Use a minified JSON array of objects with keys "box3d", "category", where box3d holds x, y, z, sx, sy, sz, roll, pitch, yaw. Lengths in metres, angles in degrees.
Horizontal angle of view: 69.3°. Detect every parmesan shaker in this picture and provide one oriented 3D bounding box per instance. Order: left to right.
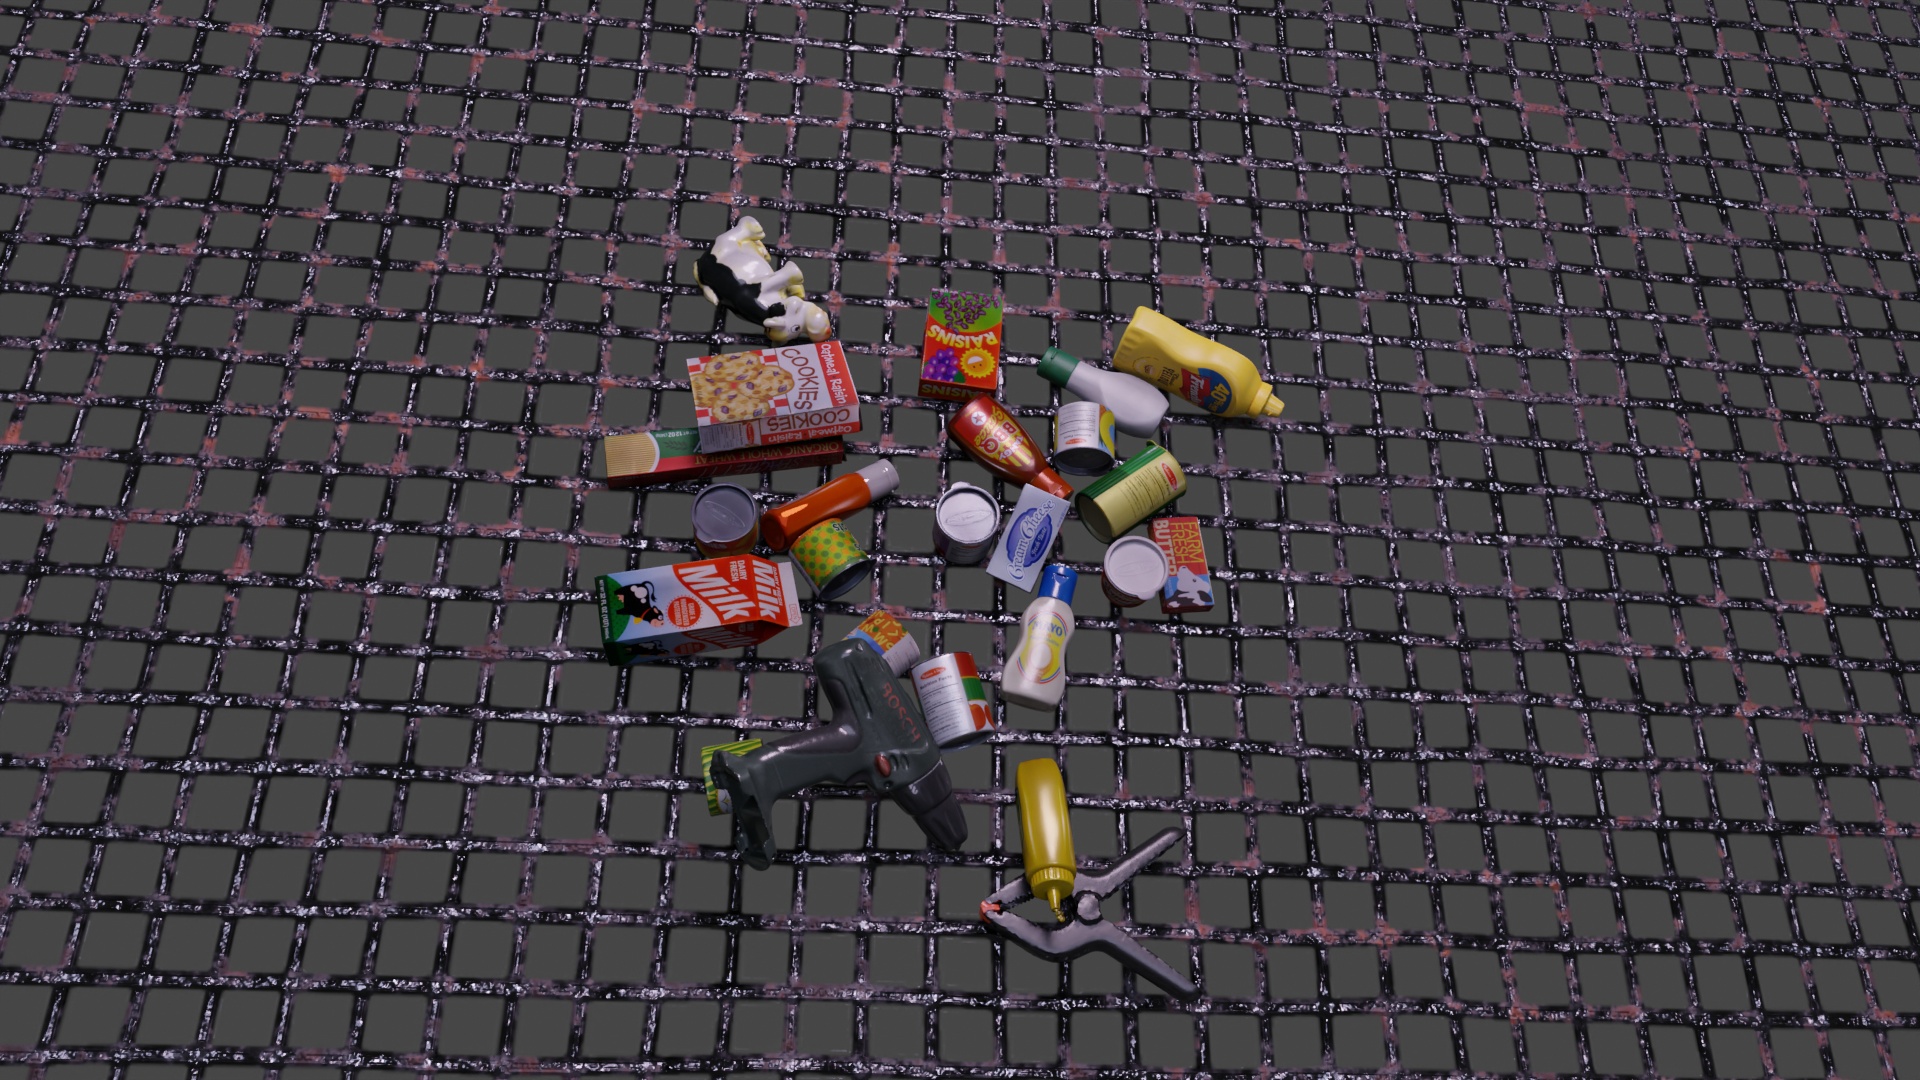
[{"box3d":[0.179,-0.051,1.476,0.103,0.071,0.071,-33,74,-19],"category":"parmesan shaker"}]

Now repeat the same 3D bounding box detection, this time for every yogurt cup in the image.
[{"box3d":[0.178,0.036,1.444,0.072,0.053,0.072,3,66,-6],"category":"yogurt cup"}]

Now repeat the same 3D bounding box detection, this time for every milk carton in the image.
[{"box3d":[-0.256,0.066,1.365,0.191,0.073,0.072,-9,67,-11],"category":"milk carton"}]

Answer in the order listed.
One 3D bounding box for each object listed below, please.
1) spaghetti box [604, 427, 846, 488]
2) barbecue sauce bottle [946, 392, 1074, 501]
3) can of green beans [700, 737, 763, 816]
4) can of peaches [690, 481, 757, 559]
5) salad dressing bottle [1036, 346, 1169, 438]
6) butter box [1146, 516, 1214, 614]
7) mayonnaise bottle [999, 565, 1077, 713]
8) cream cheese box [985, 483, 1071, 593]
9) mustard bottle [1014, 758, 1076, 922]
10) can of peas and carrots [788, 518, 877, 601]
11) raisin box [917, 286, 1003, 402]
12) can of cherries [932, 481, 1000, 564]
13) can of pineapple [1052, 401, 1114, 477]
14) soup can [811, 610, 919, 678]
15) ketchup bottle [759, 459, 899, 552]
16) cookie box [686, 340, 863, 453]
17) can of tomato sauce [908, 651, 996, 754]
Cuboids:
[{"box3d":[-0.246,-0.095,1.463,0.250,0.028,0.050,-7,66,-10],"category":"spaghetti box"},{"box3d":[0.057,-0.090,1.491,0.149,0.043,0.065,43,77,12],"category":"barbecue sauce bottle"},{"box3d":[-0.210,0.222,1.304,0.058,0.071,0.071,-8,67,-10],"category":"can of green beans"},{"box3d":[-0.241,-0.016,1.412,0.071,0.057,0.071,3,66,-6],"category":"can of peaches"},{"box3d":[0.157,-0.166,1.540,0.148,0.043,0.064,29,64,7],"category":"salad dressing bottle"},{"box3d":[0.233,0.026,1.472,0.053,0.024,0.104,-3,67,-9],"category":"butter box"},{"box3d":[0.085,0.097,1.412,0.065,0.041,0.149,16,65,2],"category":"mayonnaise bottle"},{"box3d":[0.070,-0.002,1.445,0.053,0.024,0.104,24,88,4],"category":"cream cheese box"},{"box3d":[0.080,0.282,1.294,0.049,0.065,0.161,-7,45,1],"category":"mustard bottle"},{"box3d":[-0.130,0.018,1.406,0.071,0.070,0.059,-32,73,-19],"category":"can of peas and carrots"},{"box3d":[0.001,-0.216,1.544,0.086,0.040,0.124,7,64,-5],"category":"raisin box"},{"box3d":[0.005,-0.018,1.445,0.071,0.058,0.072,2,66,-5],"category":"can of cherries"},{"box3d":[0.134,-0.109,1.499,0.071,0.070,0.058,6,65,-5],"category":"can of pineapple"},{"box3d":[-0.093,0.117,1.367,0.084,0.071,0.071,-41,77,-22],"category":"soup can"},{"box3d":[-0.133,-0.038,1.436,0.149,0.064,0.043,-28,86,-27],"category":"ketchup bottle"},{"box3d":[-0.197,-0.153,1.466,0.168,0.040,0.123,-9,42,-11],"category":"cookie box"},{"box3d":[-0.007,0.159,1.360,0.071,0.071,0.083,-13,69,-13],"category":"can of tomato sauce"}]
